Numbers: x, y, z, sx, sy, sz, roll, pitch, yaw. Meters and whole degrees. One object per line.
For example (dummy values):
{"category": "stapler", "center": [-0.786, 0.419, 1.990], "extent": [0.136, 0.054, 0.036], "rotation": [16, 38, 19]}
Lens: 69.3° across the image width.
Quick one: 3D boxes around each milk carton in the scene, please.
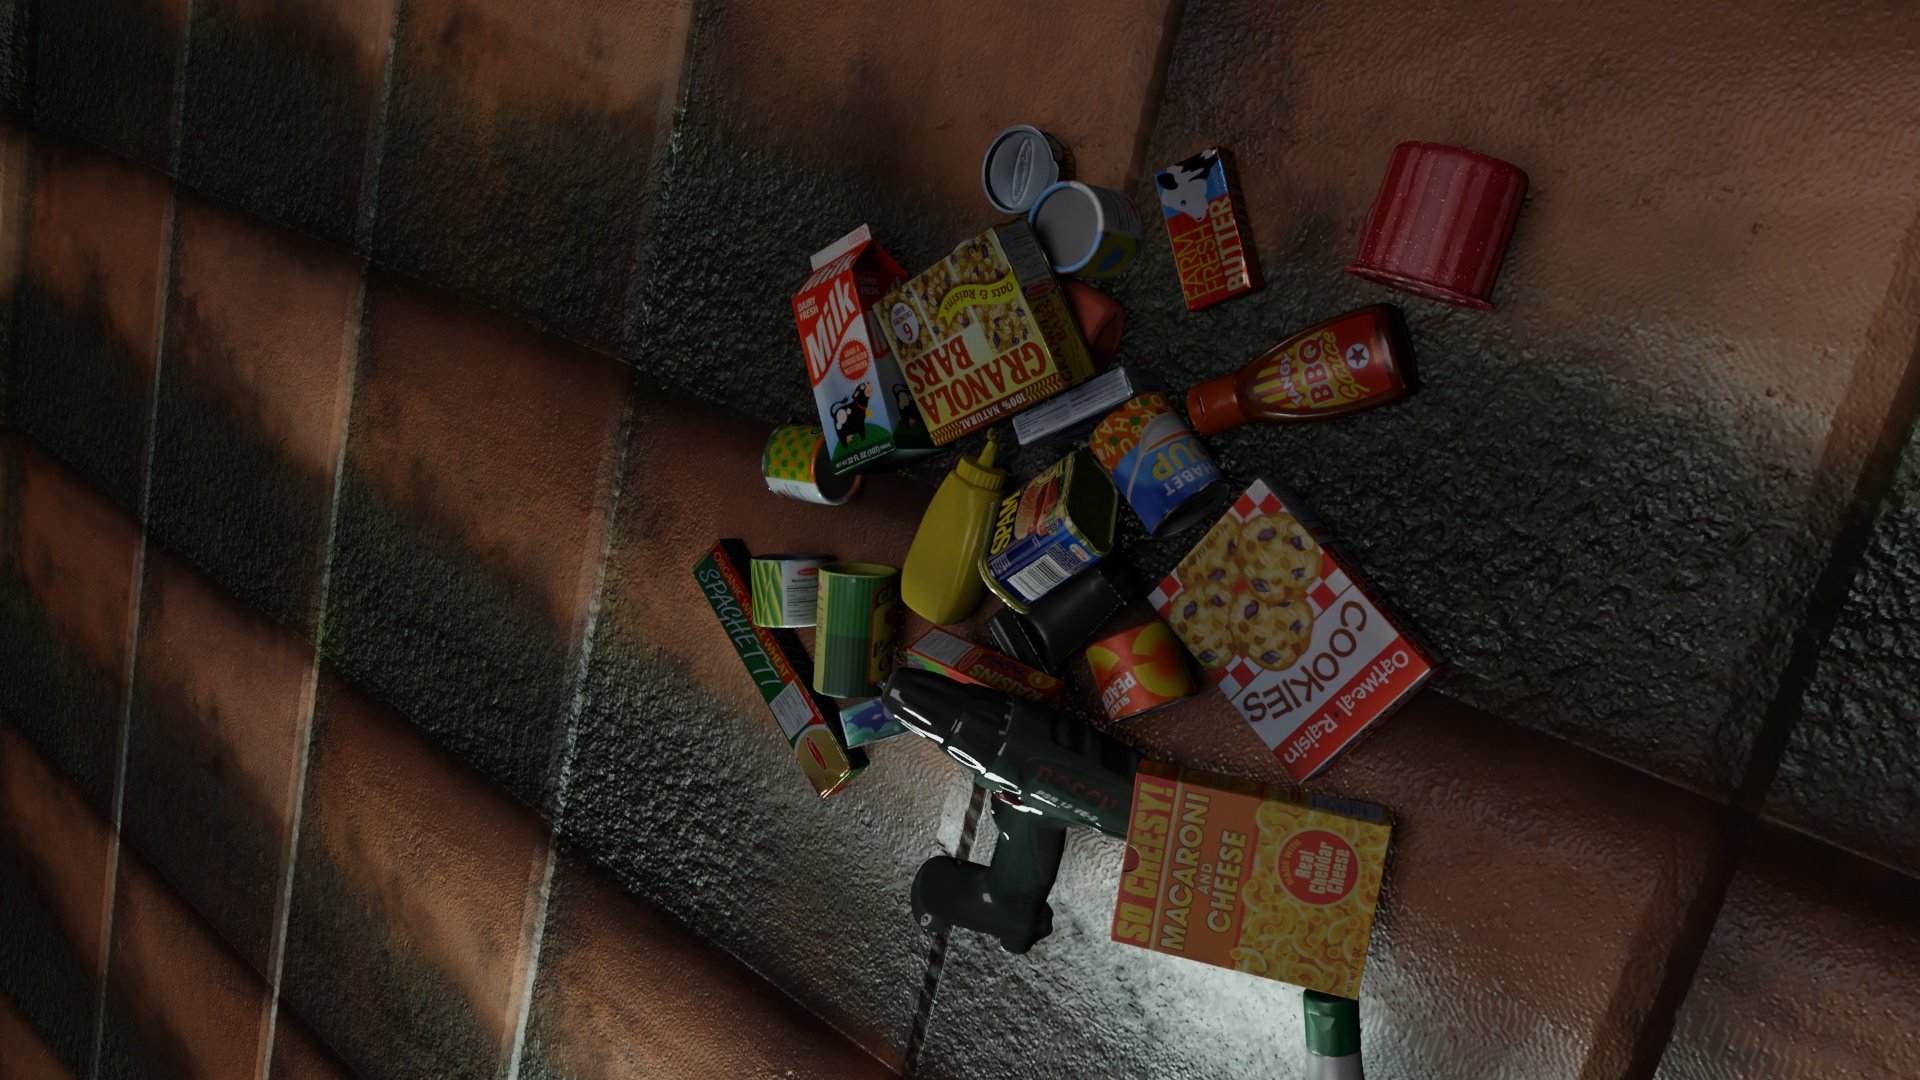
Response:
{"category": "milk carton", "center": [-0.076, -0.154, 1.123], "extent": [0.072, 0.073, 0.190], "rotation": [-21, 81, 38]}

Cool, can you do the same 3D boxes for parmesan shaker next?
{"category": "parmesan shaker", "center": [-0.087, 0.073, 1.156], "extent": [0.071, 0.071, 0.103], "rotation": [9, 100, 37]}

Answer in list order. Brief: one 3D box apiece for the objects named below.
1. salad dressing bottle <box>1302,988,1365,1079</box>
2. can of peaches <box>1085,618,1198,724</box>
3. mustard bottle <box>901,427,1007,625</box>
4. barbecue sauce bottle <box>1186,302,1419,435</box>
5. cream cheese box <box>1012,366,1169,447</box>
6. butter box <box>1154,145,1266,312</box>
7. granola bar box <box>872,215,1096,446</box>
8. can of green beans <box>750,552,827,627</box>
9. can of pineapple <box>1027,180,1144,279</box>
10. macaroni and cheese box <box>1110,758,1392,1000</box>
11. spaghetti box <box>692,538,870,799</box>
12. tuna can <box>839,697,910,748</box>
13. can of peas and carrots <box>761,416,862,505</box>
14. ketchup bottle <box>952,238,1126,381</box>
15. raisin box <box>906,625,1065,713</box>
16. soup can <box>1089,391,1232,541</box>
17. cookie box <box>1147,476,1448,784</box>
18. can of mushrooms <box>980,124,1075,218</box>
{"category": "salad dressing bottle", "center": [0.252, 0.375, 0.931], "extent": [0.064, 0.044, 0.147], "rotation": [-3, 92, 36]}
{"category": "can of peaches", "center": [0.127, 0.094, 0.989], "extent": [0.071, 0.071, 0.058], "rotation": [-26, 77, 36]}
{"category": "mustard bottle", "center": [0.004, -0.014, 1.088], "extent": [0.065, 0.049, 0.159], "rotation": [33, 112, 32]}
{"category": "barbecue sauce bottle", "center": [0.223, -0.106, 0.918], "extent": [0.148, 0.044, 0.065], "rotation": [-16, 85, 37]}
{"category": "cream cheese box", "center": [0.094, -0.096, 1.010], "extent": [0.103, 0.053, 0.024], "rotation": [-23, 79, 36]}
{"category": "butter box", "center": [0.172, -0.214, 0.961], "extent": [0.053, 0.024, 0.103], "rotation": [-17, 82, 37]}
{"category": "granola bar box", "center": [0.014, -0.151, 1.033], "extent": [0.165, 0.039, 0.124], "rotation": [-19, 96, 54]}
{"category": "can of green beans", "center": [-0.147, 0.042, 1.196], "extent": [0.071, 0.071, 0.057], "rotation": [2, 96, 37]}
{"category": "can of pineapple", "center": [0.089, -0.222, 1.002], "extent": [0.071, 0.058, 0.071], "rotation": [4, 96, 37]}
{"category": "macaroni and cheese box", "center": [0.192, 0.224, 0.929], "extent": [0.166, 0.040, 0.123], "rotation": [10, 100, 12]}
{"category": "spaghetti box", "center": [-0.162, 0.109, 1.236], "extent": [0.050, 0.029, 0.250], "rotation": [-45, 67, 31]}
{"category": "tuna can", "center": [-0.062, 0.146, 1.140], "extent": [0.071, 0.071, 0.033], "rotation": [-22, 80, 36]}
{"category": "can of peas and carrots", "center": [-0.123, -0.067, 1.171], "extent": [0.059, 0.071, 0.071], "rotation": [8, 99, 36]}
{"category": "ketchup bottle", "center": [0.053, -0.179, 1.041], "extent": [0.149, 0.044, 0.064], "rotation": [38, 123, 30]}
{"category": "raisin box", "center": [0.020, 0.128, 1.069], "extent": [0.123, 0.040, 0.085], "rotation": [21, 130, 30]}
{"category": "soup can", "center": [0.140, -0.054, 0.969], "extent": [0.071, 0.071, 0.084], "rotation": [-45, 67, 31]}
{"category": "cookie box", "center": [0.223, 0.059, 0.933], "extent": [0.168, 0.040, 0.122], "rotation": [53, 121, 23]}
{"category": "can of mushrooms", "center": [0.053, -0.275, 1.041], "extent": [0.071, 0.033, 0.071], "rotation": [3, 94, 37]}
